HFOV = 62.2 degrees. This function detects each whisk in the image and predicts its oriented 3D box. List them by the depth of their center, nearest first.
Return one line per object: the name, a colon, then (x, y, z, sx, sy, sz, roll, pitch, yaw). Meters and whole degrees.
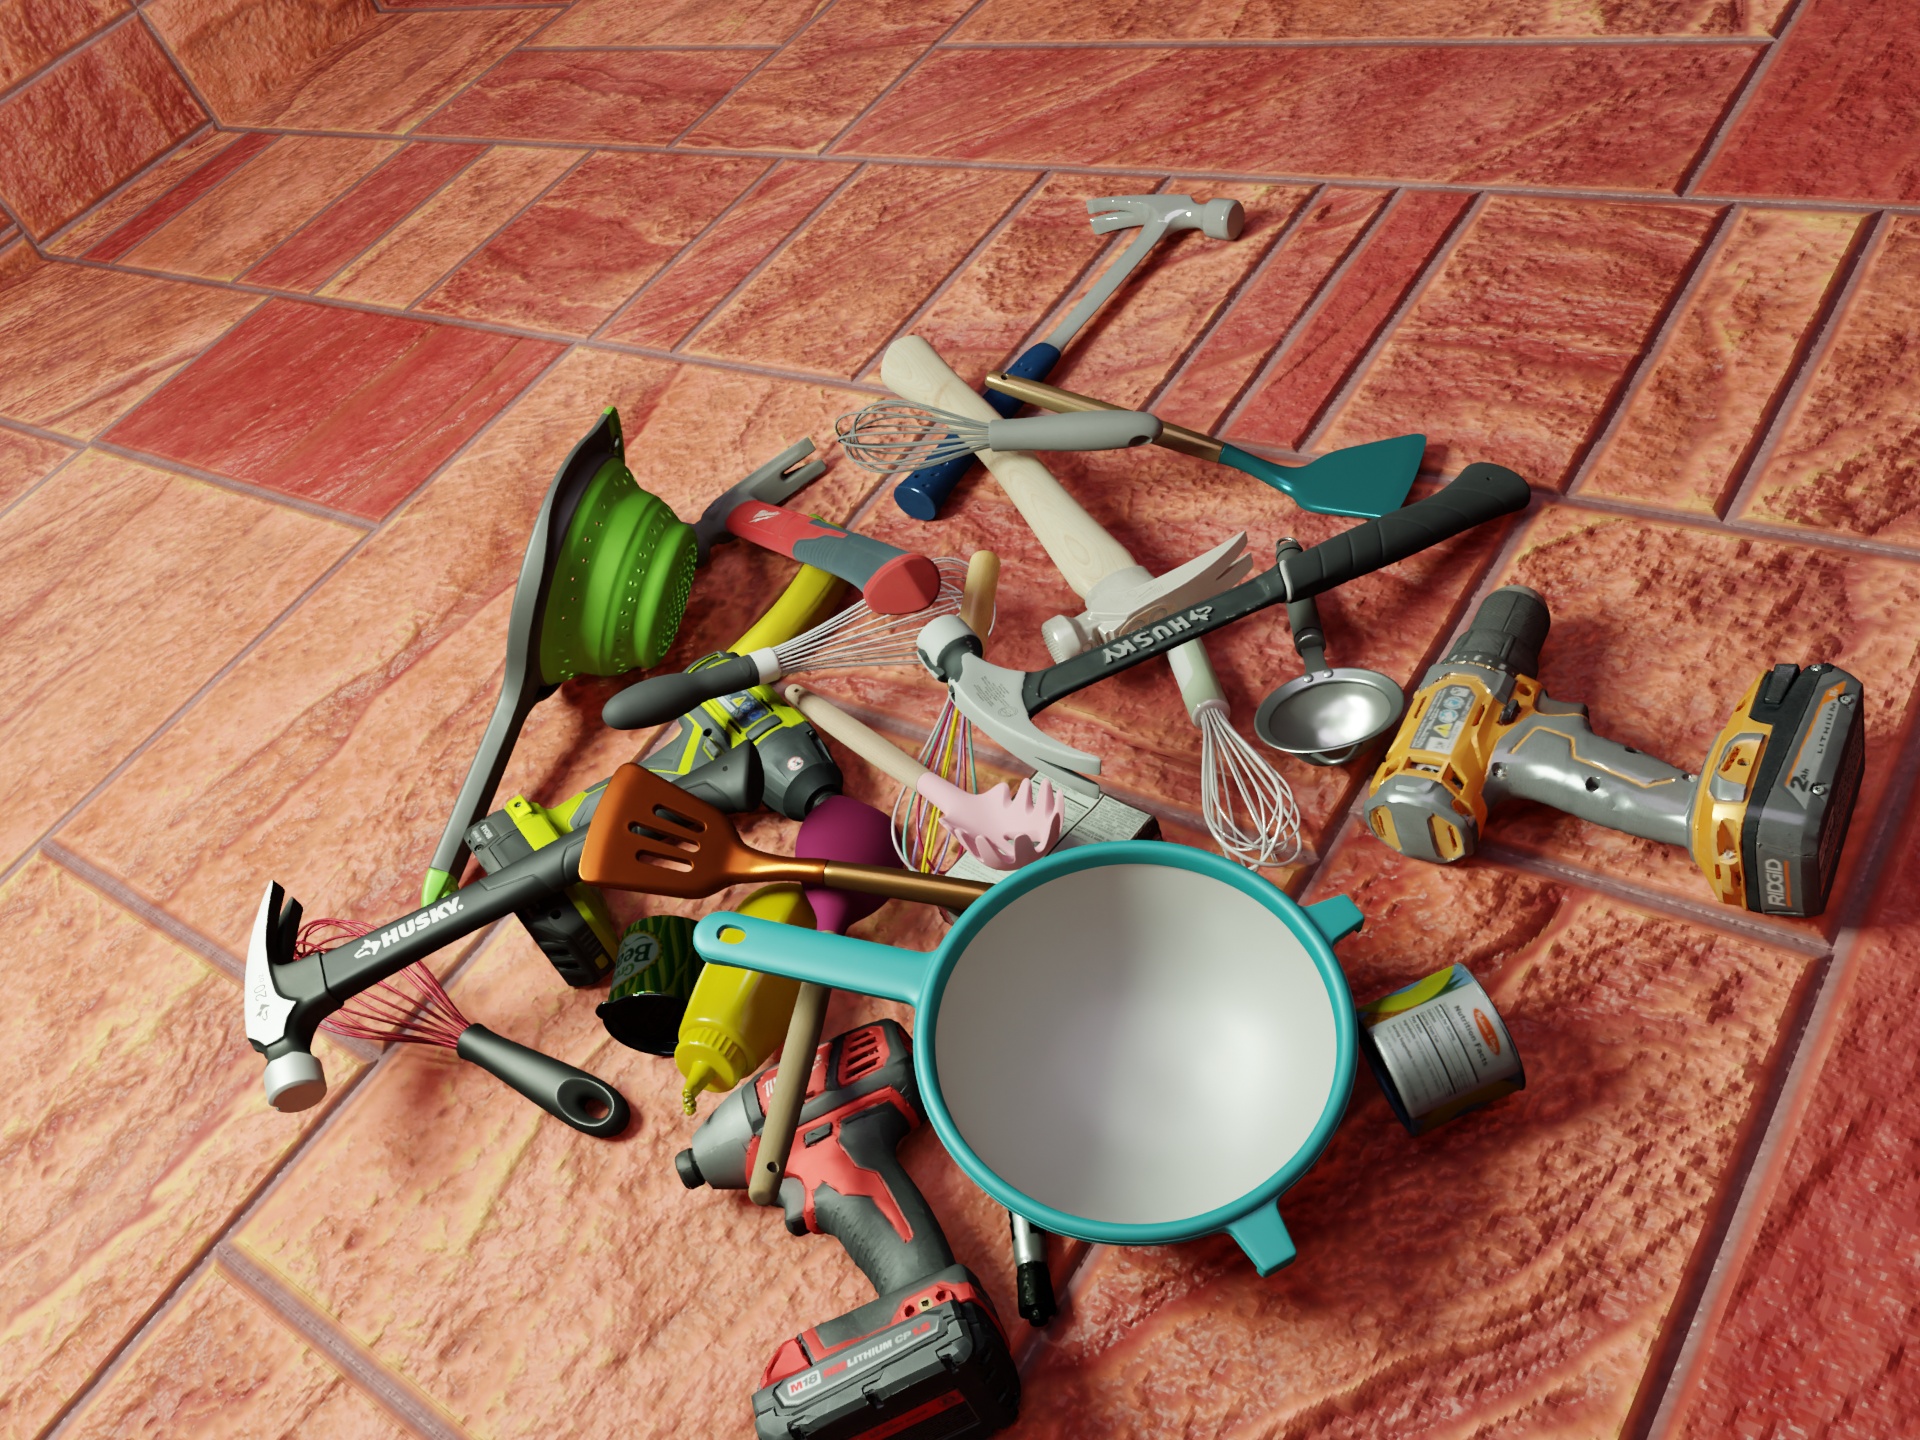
whisk: (0.154, 0.002, 0.968, 0.059, 0.057, 0.247, 9, 37, -16)
whisk: (-0.318, 0.193, 0.988, 0.296, 0.073, 0.073, 18, 58, 28)
whisk: (-0.001, -0.004, 1.007, 0.051, 0.047, 0.245, -5, 60, 28)
whisk: (-0.101, -0.046, 1.056, 0.284, 0.070, 0.070, -19, 40, -23)
whisk: (0.024, -0.204, 1.122, 0.239, 0.055, 0.055, 1, 49, 16)

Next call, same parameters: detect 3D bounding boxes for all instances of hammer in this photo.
hammer: (-0.271, 0.097, 0.958, 0.335, 0.035, 0.146, -27, 52, -5)
hammer: (0.185, -0.075, 0.964, 0.409, 0.036, 0.149, -23, 49, -20)
hammer: (-0.095, -0.137, 1.133, 0.143, 0.038, 0.387, -38, 26, -13)
hammer: (0.049, -0.187, 1.154, 0.146, 0.038, 0.411, -28, 45, -6)
hammer: (0.074, -0.311, 1.309, 0.144, 0.035, 0.405, 19, 58, 36)

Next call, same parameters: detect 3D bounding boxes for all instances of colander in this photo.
colander: (-0.275, -0.029, 1.146, 0.094, 0.204, 0.397, 17, 70, -2)

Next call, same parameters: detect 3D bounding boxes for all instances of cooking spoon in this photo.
cooking spoon: (-0.076, 0.138, 0.877, 0.068, 0.017, 0.319, 23, 33, -8)

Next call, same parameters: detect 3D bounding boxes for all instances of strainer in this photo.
strainer: (0.027, 0.161, 0.811, 0.340, 0.095, 0.211, 9, 54, 18)
strainer: (0.218, -0.041, 0.980, 0.087, 0.050, 0.259, -13, 38, 12)

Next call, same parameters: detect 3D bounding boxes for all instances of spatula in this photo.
spatula: (-0.053, 0.086, 0.894, 0.322, 0.041, 0.081, 7, 59, 14)
spatula: (0.163, -0.206, 1.128, 0.317, 0.044, 0.082, 20, 61, 15)

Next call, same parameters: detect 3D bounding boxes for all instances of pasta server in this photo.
pasta server: (-0.035, 0.023, 0.958, 0.060, 0.040, 0.316, -29, 31, -21)

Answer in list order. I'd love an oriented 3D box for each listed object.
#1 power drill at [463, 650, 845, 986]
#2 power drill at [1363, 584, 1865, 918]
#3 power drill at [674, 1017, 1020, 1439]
power drill: (-0.193, 0.063, 1.041, 0.223, 0.080, 0.171, -36, 49, -15)
power drill: (0.352, 0.006, 0.852, 0.226, 0.084, 0.185, 9, 53, 37)
power drill: (-0.064, 0.260, 0.796, 0.143, 0.078, 0.220, -24, 40, -1)
